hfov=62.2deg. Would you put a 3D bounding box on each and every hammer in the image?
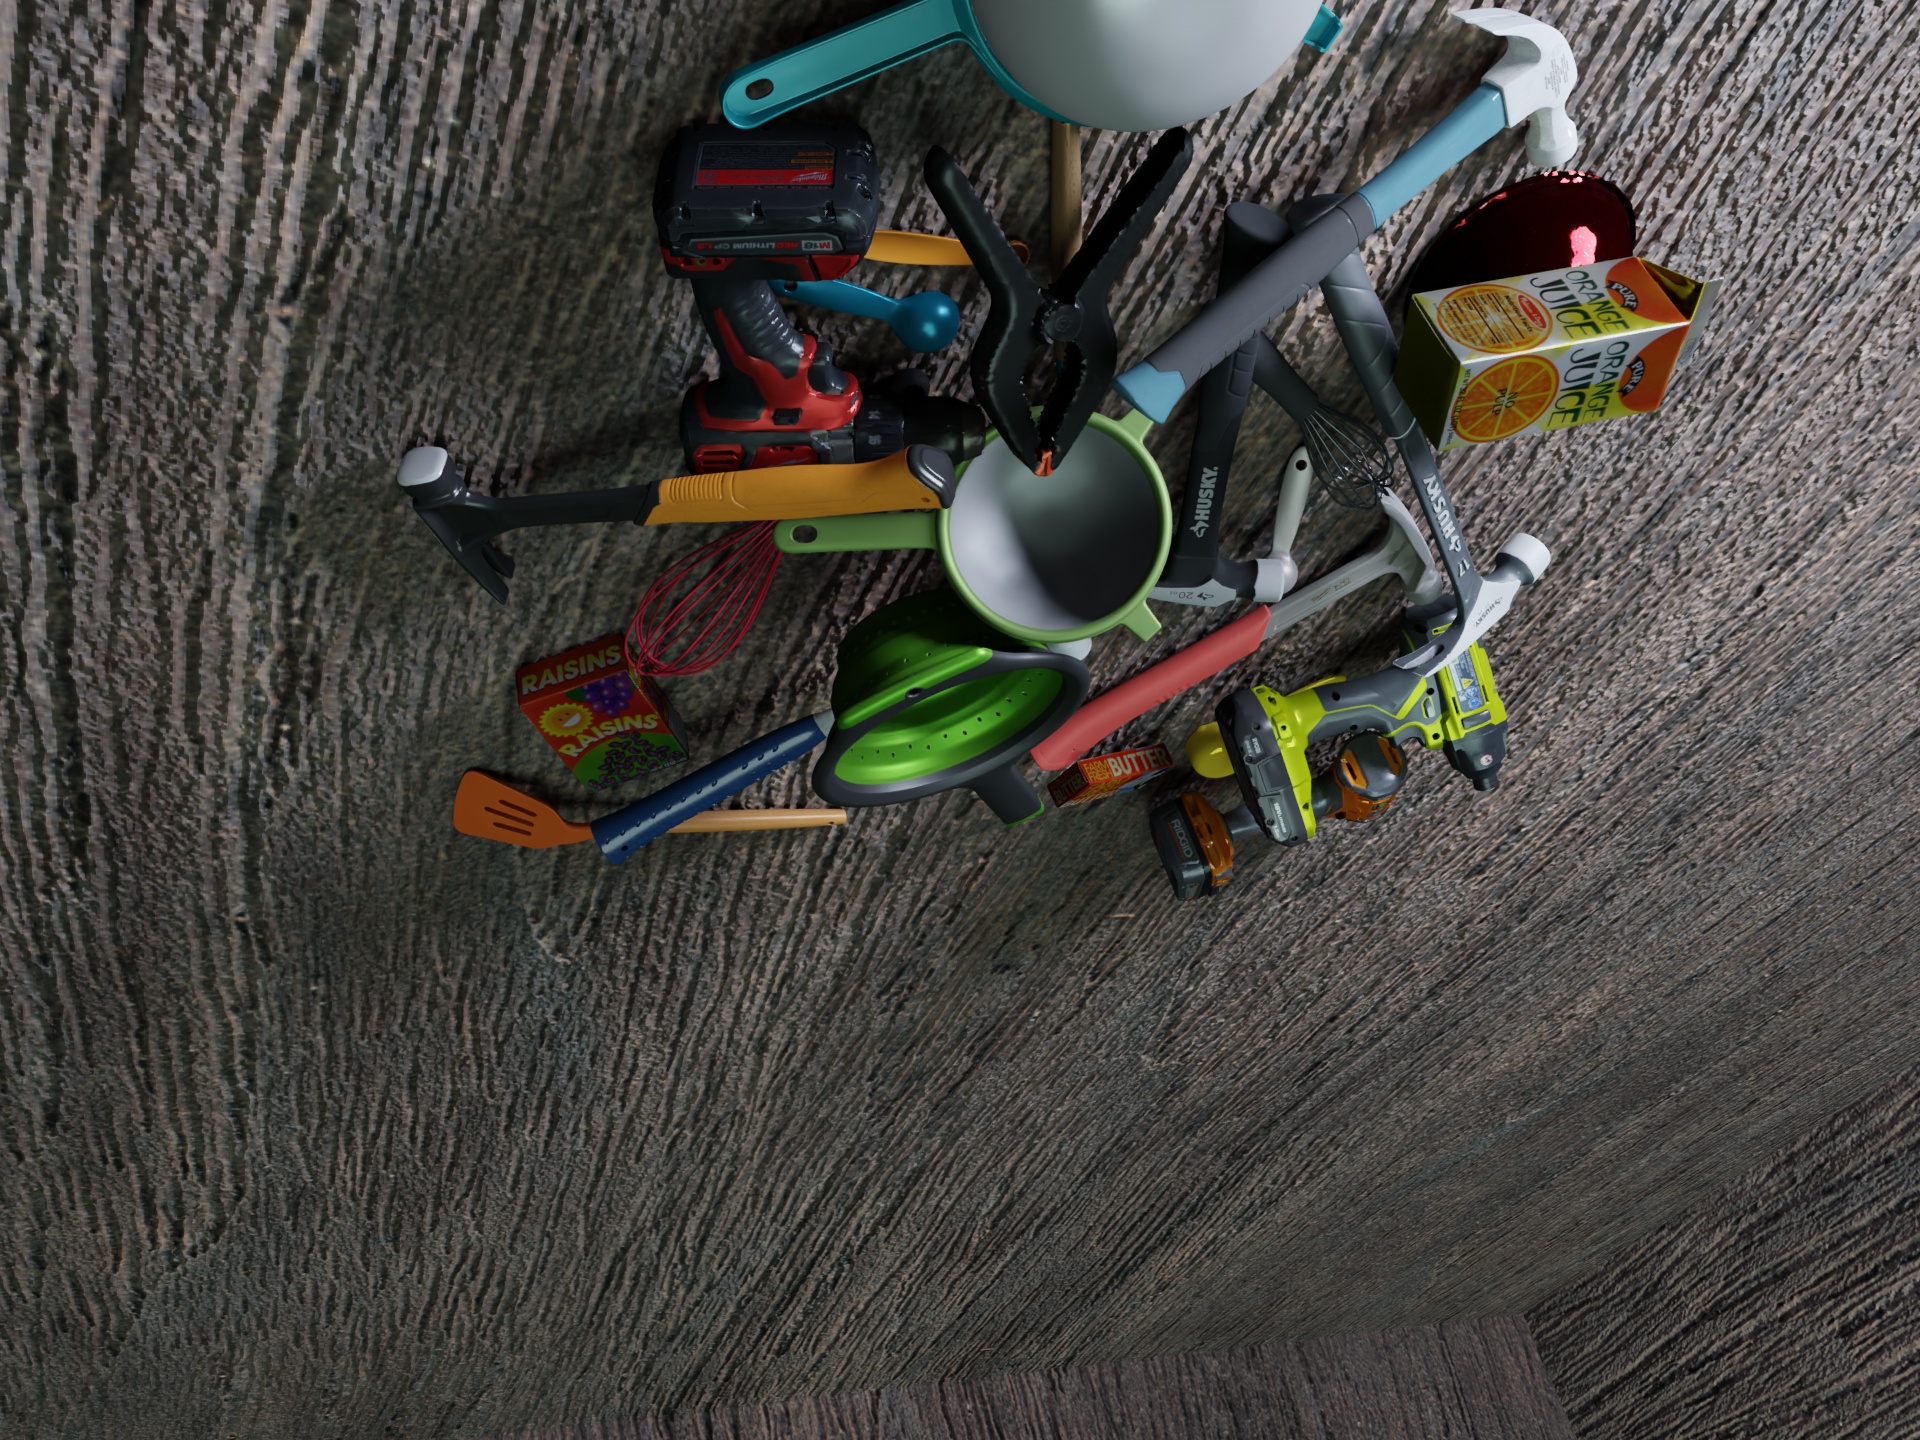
[{"bbox_3d":[-0.100,-0.005,1.207,0.405,0.035,0.143,-29,141,4],"label":"hammer"},{"bbox_3d":[-0.166,-0.130,0.977,0.337,0.034,0.127,-3,148,14],"label":"hammer"},{"bbox_3d":[0.207,-0.062,1.285,0.359,0.037,0.149,-30,141,17],"label":"hammer"},{"bbox_3d":[0.166,-0.196,1.060,0.146,0.035,0.334,3,143,2],"label":"hammer"},{"bbox_3d":[0.305,-0.191,1.095,0.149,0.036,0.408,-47,131,-10],"label":"hammer"},{"bbox_3d":[0.223,-0.284,0.921,0.331,0.033,0.128,-40,141,-2],"label":"hammer"}]

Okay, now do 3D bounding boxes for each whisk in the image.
[{"bbox_3d":[0.233,-0.215,1.093,0.055,0.055,0.238,-35,134,24],"label":"whisk"},{"bbox_3d":[-0.125,-0.128,1.067,0.296,0.073,0.073,-43,136,21],"label":"whisk"}]

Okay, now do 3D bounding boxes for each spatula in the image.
[{"bbox_3d":[-0.248,0.077,1.311,0.322,0.041,0.081,0,141,-26],"label":"spatula"},{"bbox_3d":[0.067,-0.243,0.995,0.082,0.044,0.317,4,142,8],"label":"spatula"}]

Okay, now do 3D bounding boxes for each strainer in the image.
[{"bbox_3d":[0.008,-0.124,1.041,0.256,0.151,0.069,-2,-178,6],"label":"strainer"},{"bbox_3d":[0.045,-0.351,0.787,0.340,0.095,0.210,-22,139,1],"label":"strainer"}]

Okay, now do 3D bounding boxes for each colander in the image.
[{"bbox_3d":[-0.002,-0.004,1.177,0.204,0.095,0.396,-25,160,5],"label":"colander"}]

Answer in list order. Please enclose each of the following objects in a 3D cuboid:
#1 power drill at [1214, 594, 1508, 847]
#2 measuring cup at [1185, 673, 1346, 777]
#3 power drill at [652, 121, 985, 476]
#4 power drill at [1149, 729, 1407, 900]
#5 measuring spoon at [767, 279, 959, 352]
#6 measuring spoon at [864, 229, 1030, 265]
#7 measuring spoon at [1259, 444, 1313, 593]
[{"bbox_3d":[0.342,0.013,1.334,0.223,0.080,0.171,-21,108,2],"label":"power drill"},{"bbox_3d":[0.271,0.005,1.397,0.156,0.029,0.062,-29,141,21],"label":"measuring cup"},{"bbox_3d":[-0.078,-0.224,0.919,0.188,0.080,0.226,0,145,0],"label":"power drill"},{"bbox_3d":[0.293,0.089,1.464,0.226,0.084,0.164,-21,162,1],"label":"power drill"},{"bbox_3d":[-0.057,-0.247,0.962,0.128,0.021,0.042,7,137,-29],"label":"measuring spoon"},{"bbox_3d":[-0.015,-0.282,0.946,0.117,0.011,0.021,0,140,-15],"label":"measuring spoon"},{"bbox_3d":[0.243,-0.145,1.179,0.034,0.018,0.124,9,124,4],"label":"measuring spoon"}]
